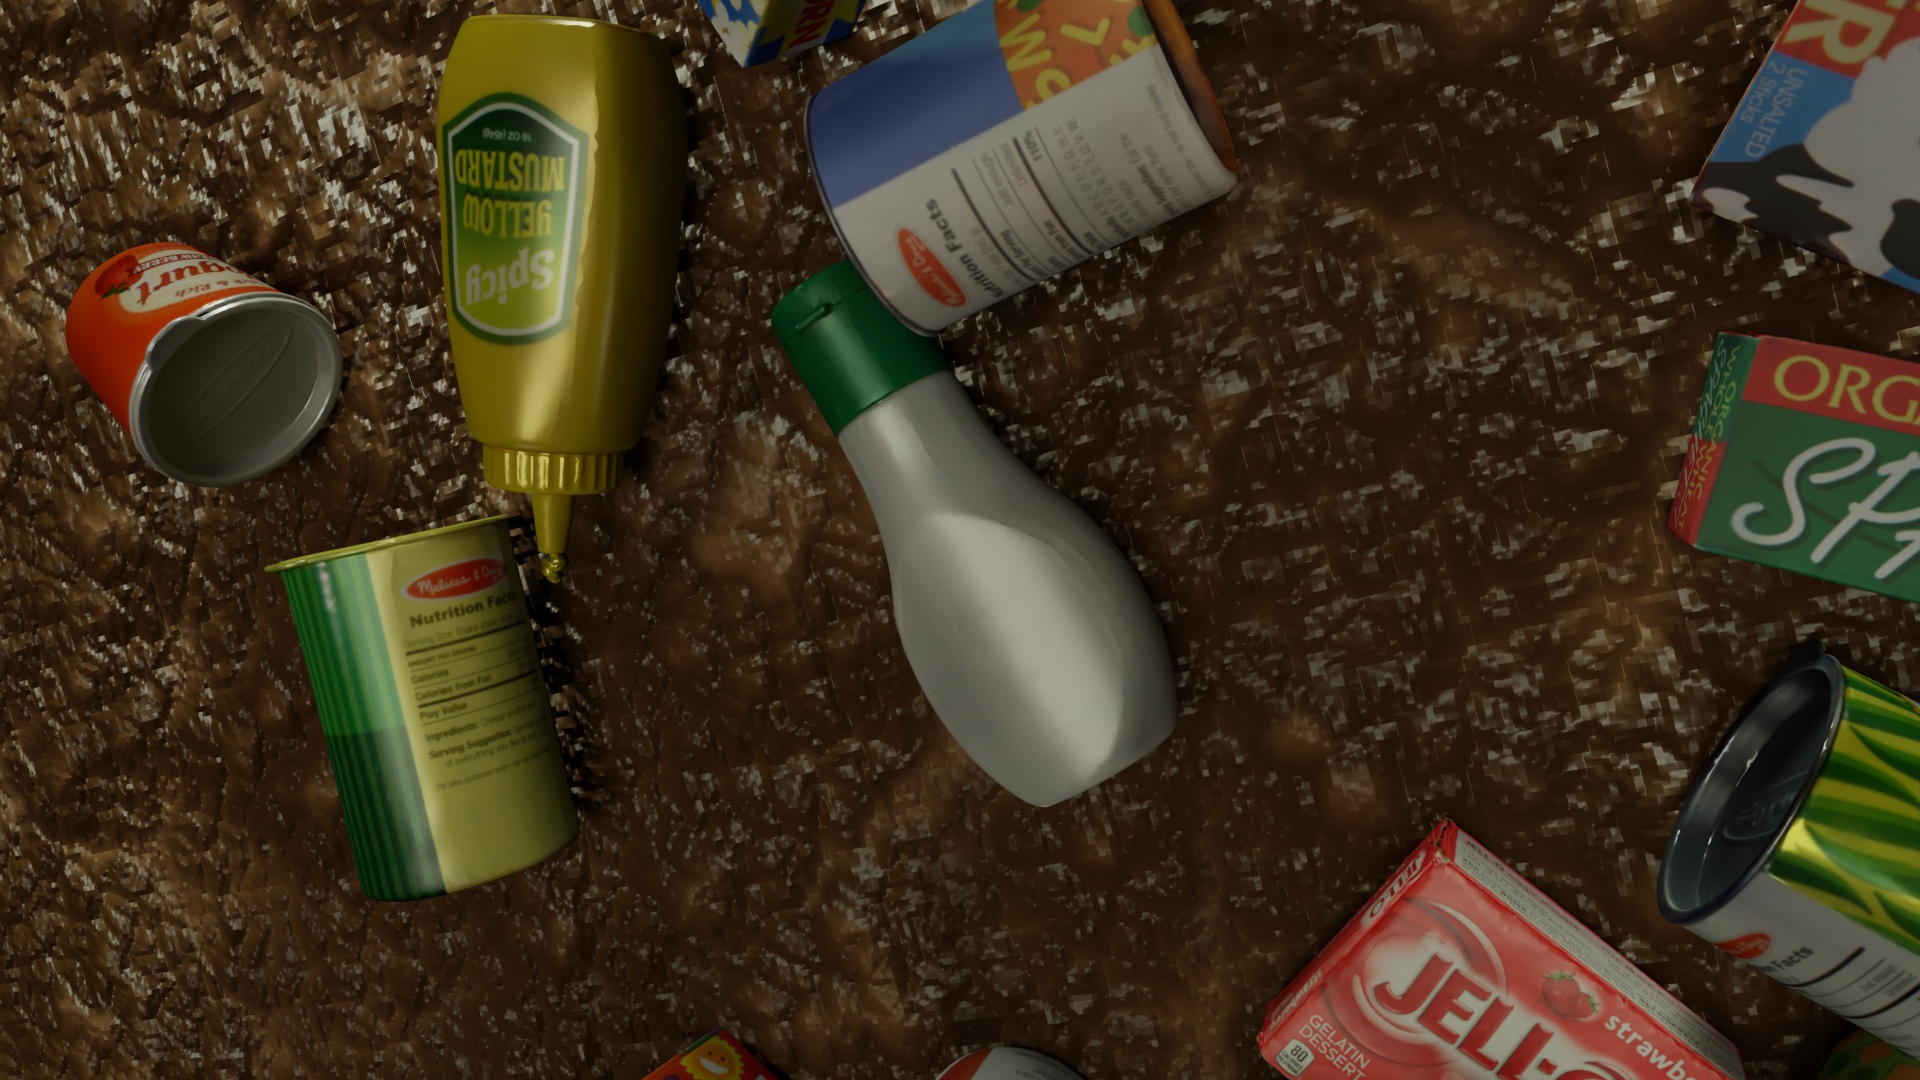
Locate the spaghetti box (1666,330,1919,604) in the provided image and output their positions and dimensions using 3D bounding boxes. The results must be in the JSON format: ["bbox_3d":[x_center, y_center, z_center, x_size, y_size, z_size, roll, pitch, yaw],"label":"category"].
[{"bbox_3d":[0.277,0.009,0.268,0.250,0.029,0.050,16,103,18],"label":"spaghetti box"}]

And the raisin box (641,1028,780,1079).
[{"bbox_3d":[-0.107,0.204,0.396,0.040,0.123,0.086,34,108,19],"label":"raisin box"}]

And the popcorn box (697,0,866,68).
[{"bbox_3d":[-0.043,-0.183,0.319,0.085,0.038,0.126,57,152,4],"label":"popcorn box"}]

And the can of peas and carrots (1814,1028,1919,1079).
[{"bbox_3d":[0.209,0.142,0.287,0.071,0.059,0.070,23,127,35],"label":"can of peas and carrots"}]

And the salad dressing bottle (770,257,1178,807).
[{"bbox_3d":[0.001,-0.005,0.366,0.064,0.044,0.147,-32,85,24],"label":"salad dressing bottle"}]

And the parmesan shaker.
[{"bbox_3d":[-0.162,0.050,0.422,0.071,0.071,0.103,-9,96,22],"label":"parmesan shaker"}]

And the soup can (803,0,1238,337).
[{"bbox_3d":[0.015,-0.098,0.334,0.083,0.071,0.071,-22,90,22],"label":"soup can"}]

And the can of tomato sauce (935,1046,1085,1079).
[{"bbox_3d":[0.003,0.188,0.373,0.071,0.083,0.071,4,100,21],"label":"can of tomato sauce"}]

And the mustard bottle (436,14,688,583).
[{"bbox_3d":[-0.114,-0.064,0.397,0.065,0.049,0.159,8,101,22],"label":"mustard bottle"}]

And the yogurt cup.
[{"bbox_3d":[-0.241,-0.058,0.440,0.054,0.072,0.072,34,109,21],"label":"yogurt cup"}]

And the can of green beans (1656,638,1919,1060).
[{"bbox_3d":[0.192,0.066,0.290,0.058,0.071,0.071,29,108,14],"label":"can of green beans"}]

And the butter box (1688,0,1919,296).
[{"bbox_3d":[0.191,-0.103,0.264,0.053,0.024,0.103,29,132,19],"label":"butter box"}]
